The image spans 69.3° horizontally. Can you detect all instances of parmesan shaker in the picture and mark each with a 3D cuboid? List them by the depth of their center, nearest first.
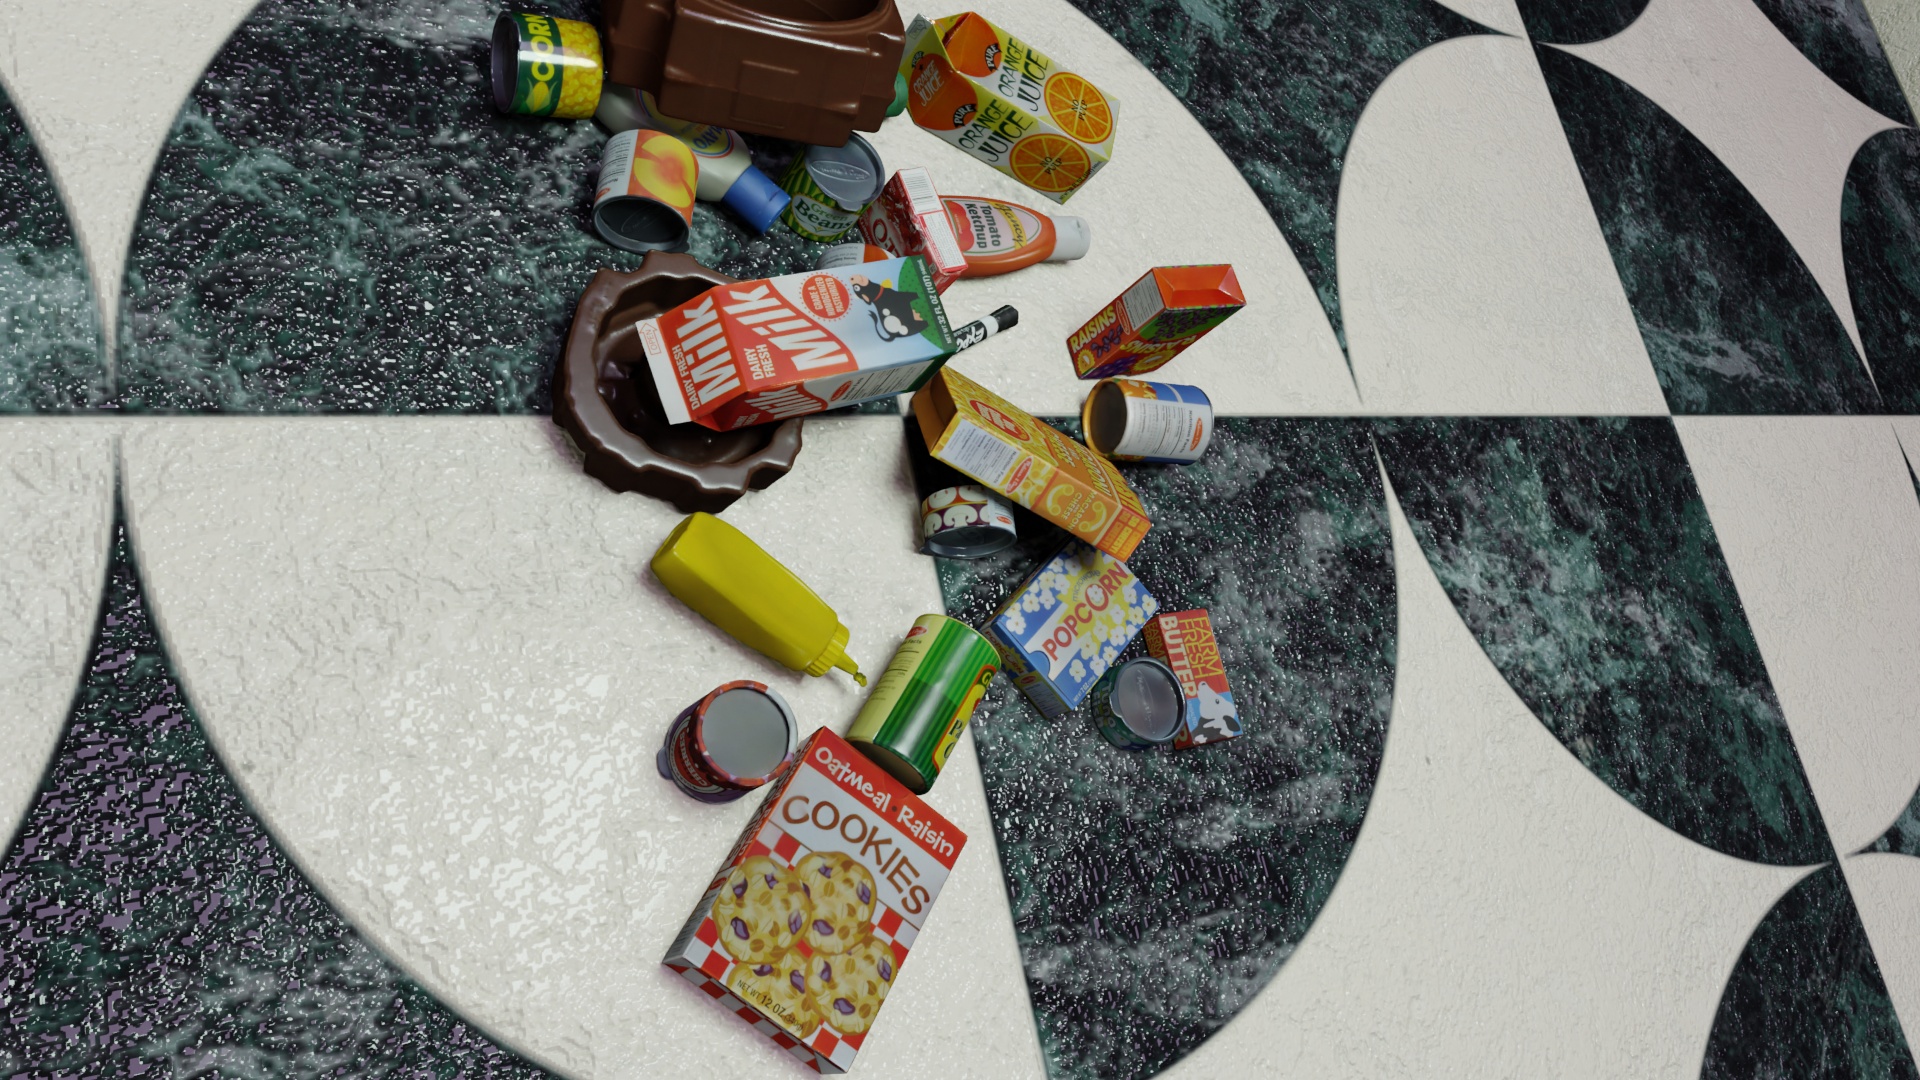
[{"bbox_3d":[-0.026,0.109,0.920,0.071,0.071,0.103,39,59,-12],"label":"parmesan shaker"}]

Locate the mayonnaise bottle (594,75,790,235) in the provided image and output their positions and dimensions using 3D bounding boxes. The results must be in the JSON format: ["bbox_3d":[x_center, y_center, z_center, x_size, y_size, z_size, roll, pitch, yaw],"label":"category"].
[{"bbox_3d":[-0.189,-0.282,0.998,0.148,0.041,0.065,40,51,-11],"label":"mayonnaise bottle"}]

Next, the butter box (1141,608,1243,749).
[{"bbox_3d":[0.178,0.106,1.071,0.053,0.024,0.103,-5,74,-33],"label":"butter box"}]

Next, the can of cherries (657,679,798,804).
[{"bbox_3d":[-0.142,0.124,0.848,0.071,0.058,0.072,12,64,-27],"label":"can of cherries"}]

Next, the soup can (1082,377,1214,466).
[{"bbox_3d":[0.148,-0.096,1.113,0.084,0.071,0.071,2,70,-30],"label":"soup can"}]

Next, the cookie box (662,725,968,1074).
[{"bbox_3d":[-0.084,0.218,0.855,0.123,0.040,0.168,39,55,-12],"label":"cookie box"}]

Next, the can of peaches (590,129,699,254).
[{"bbox_3d":[-0.213,-0.237,0.951,0.071,0.071,0.058,14,63,-26],"label":"can of peaches"}]

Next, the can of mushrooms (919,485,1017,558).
[{"bbox_3d":[0.004,-0.012,0.990,0.071,0.070,0.033,6,68,-29],"label":"can of mushrooms"}]

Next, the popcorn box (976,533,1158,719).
[{"bbox_3d":[0.080,0.058,1.023,0.085,0.038,0.127,50,54,-6],"label":"popcorn box"}]

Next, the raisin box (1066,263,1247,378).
[{"bbox_3d":[0.155,-0.174,1.112,0.086,0.123,0.040,-10,76,-34],"label":"raisin box"}]

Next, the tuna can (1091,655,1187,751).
[{"bbox_3d":[0.130,0.122,1.030,0.071,0.032,0.071,12,64,-27],"label":"tuna can"}]

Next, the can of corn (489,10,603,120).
[{"bbox_3d":[-0.280,-0.322,0.941,0.058,0.071,0.071,-4,73,-33],"label":"can of corn"}]

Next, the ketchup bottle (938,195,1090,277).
[{"bbox_3d":[0.037,-0.244,1.119,0.149,0.043,0.065,-8,74,-34],"label":"ketchup bottle"}]

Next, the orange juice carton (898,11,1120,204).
[{"bbox_3d":[0.032,-0.364,1.148,0.193,0.071,0.073,24,59,-22],"label":"orange juice carton"}]

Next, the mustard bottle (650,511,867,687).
[{"bbox_3d":[-0.121,0.045,0.893,0.160,0.065,0.049,39,61,-19],"label":"mustard bottle"}]

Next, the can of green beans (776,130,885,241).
[{"bbox_3d":[-0.098,-0.265,1.036,0.071,0.057,0.071,12,65,-27],"label":"can of green beans"}]

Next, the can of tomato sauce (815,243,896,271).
[{"bbox_3d":[-0.075,-0.161,1.004,0.071,0.071,0.083,15,63,-26],"label":"can of tomato sauce"}]

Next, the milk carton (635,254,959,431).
[{"bbox_3d":[-0.106,-0.124,0.890,0.191,0.073,0.072,-16,80,-28],"label":"milk carton"}]

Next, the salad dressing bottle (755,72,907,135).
[{"bbox_3d":[-0.109,-0.343,1.071,0.148,0.043,0.064,-15,67,-36],"label":"salad dressing bottle"}]

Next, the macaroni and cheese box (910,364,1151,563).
[{"bbox_3d":[0.050,-0.059,1.009,0.166,0.040,0.124,28,17,-19],"label":"macaroni and cheese box"}]
